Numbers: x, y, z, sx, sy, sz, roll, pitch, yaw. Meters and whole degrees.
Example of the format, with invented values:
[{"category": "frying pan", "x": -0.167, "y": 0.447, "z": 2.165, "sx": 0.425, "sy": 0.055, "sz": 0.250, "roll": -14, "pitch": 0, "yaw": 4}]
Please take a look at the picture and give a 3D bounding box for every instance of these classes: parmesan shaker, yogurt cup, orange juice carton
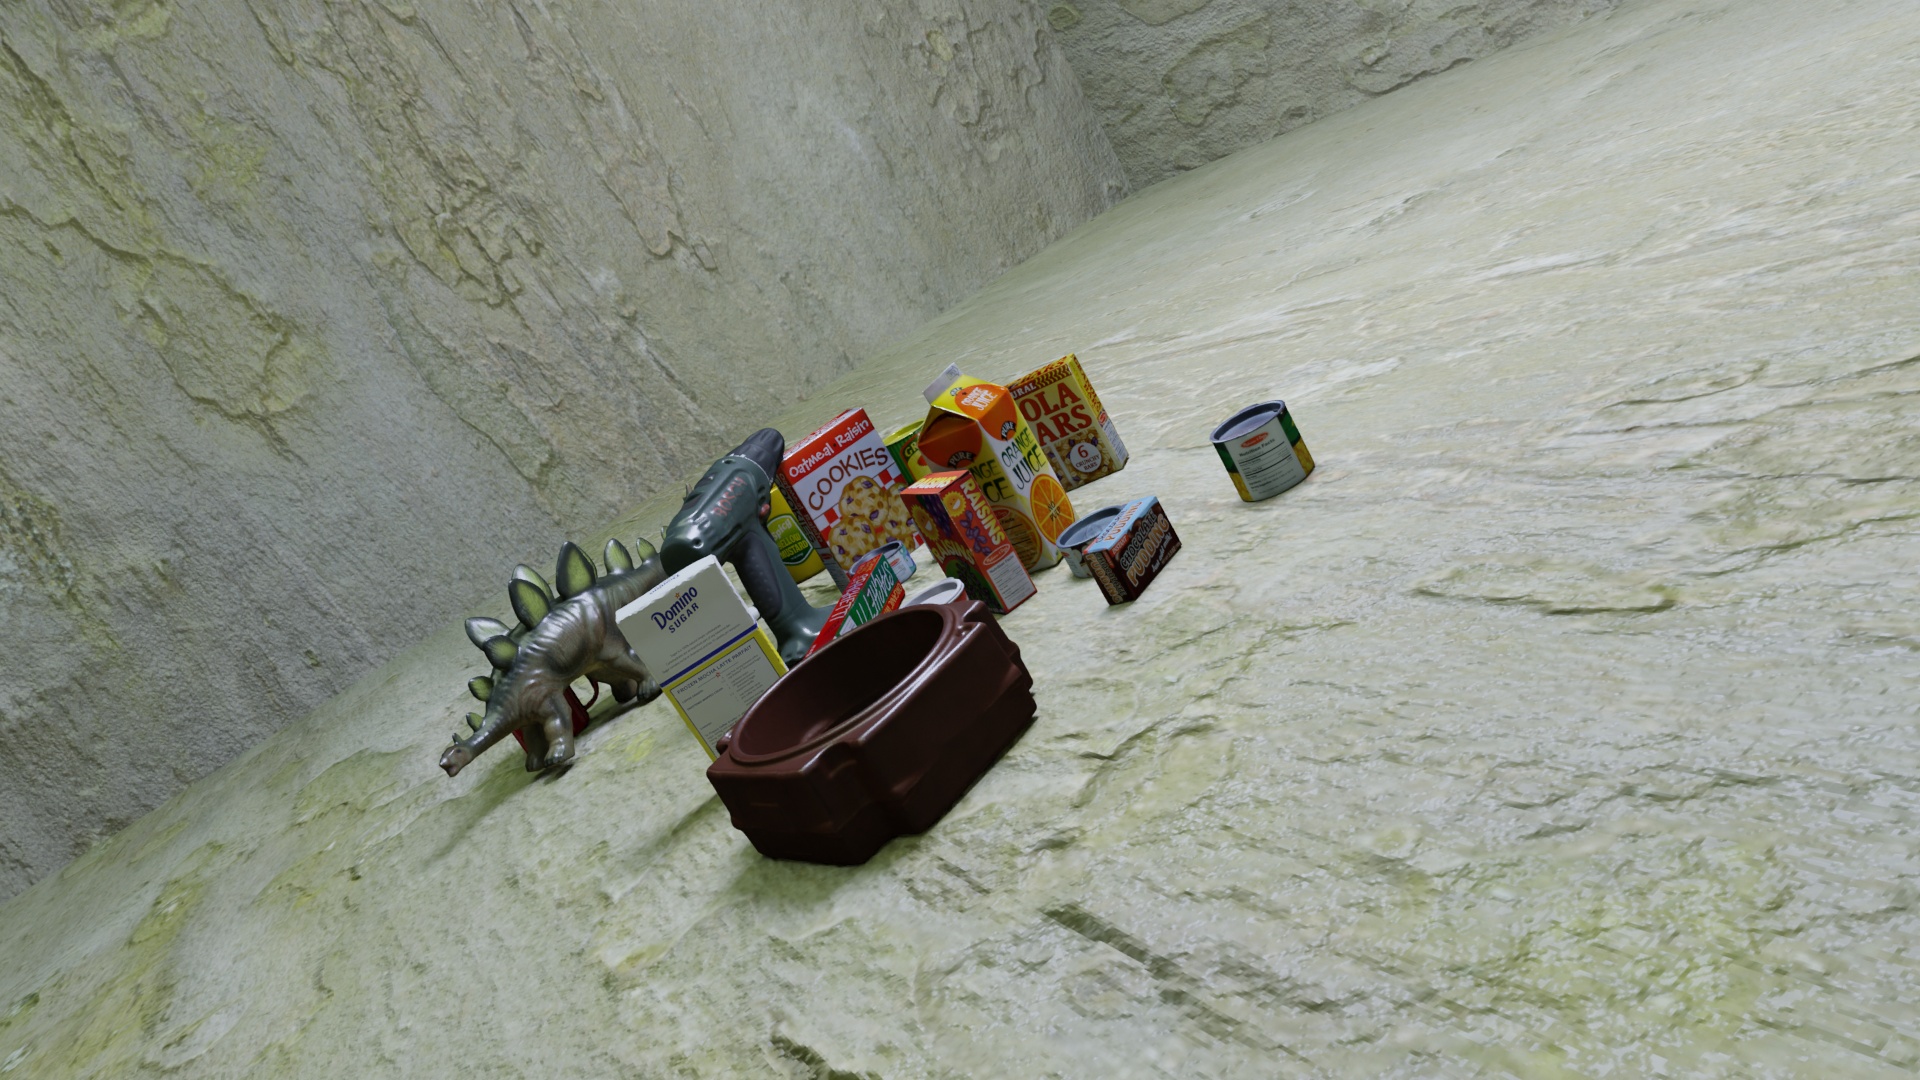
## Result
[{"category": "parmesan shaker", "x": -0.042, "y": -0.084, "z": 1.638, "sx": 0.071, "sy": 0.103, "sz": 0.071, "roll": -28, "pitch": 14, "yaw": 8}, {"category": "yogurt cup", "x": -0.016, "y": 0.072, "z": 1.146, "sx": 0.072, "sy": 0.054, "sz": 0.072, "roll": -28, "pitch": 14, "yaw": 8}, {"category": "orange juice carton", "x": 0.027, "y": -0.065, "z": 1.249, "sx": 0.073, "sy": 0.192, "sz": 0.072, "roll": -20, "pitch": 17, "yaw": 35}]

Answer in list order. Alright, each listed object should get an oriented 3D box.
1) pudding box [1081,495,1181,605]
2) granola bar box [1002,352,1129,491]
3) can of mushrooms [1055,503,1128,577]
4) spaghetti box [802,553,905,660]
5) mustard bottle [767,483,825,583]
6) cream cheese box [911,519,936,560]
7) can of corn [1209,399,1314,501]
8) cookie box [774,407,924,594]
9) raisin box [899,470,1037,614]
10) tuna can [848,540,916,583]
[{"category": "pudding box", "x": 0.134, "y": 0.007, "z": 1.084, "sx": 0.030, "sy": 0.049, "sz": 0.084, "roll": -16, "pitch": 20, "yaw": 44}, {"category": "granola bar box", "x": 0.072, "y": -0.104, "z": 1.433, "sx": 0.165, "sy": 0.124, "sz": 0.039, "roll": -23, "pitch": 16, "yaw": 27}, {"category": "can of mushrooms", "x": 0.119, "y": 0.000, "z": 1.170, "sx": 0.071, "sy": 0.033, "sz": 0.071, "roll": -28, "pitch": 14, "yaw": 8}, {"category": "spaghetti box", "x": -0.096, "y": 0.081, "z": 1.283, "sx": 0.028, "sy": 0.050, "sz": 0.251, "roll": -26, "pitch": 15, "yaw": 18}, {"category": "mustard bottle", "x": -0.218, "y": -0.028, "z": 1.674, "sx": 0.065, "sy": 0.160, "sz": 0.049, "roll": -28, "pitch": 14, "yaw": 7}, {"category": "cream cheese box", "x": 0.005, "y": -0.018, "z": 1.416, "sx": 0.103, "sy": 0.053, "sz": 0.024, "roll": -19, "pitch": 18, "yaw": 37}, {"category": "can of corn", "x": 0.244, "y": -0.073, "z": 1.123, "sx": 0.071, "sy": 0.058, "sz": 0.071, "roll": -28, "pitch": 14, "yaw": 8}, {"category": "cookie box", "x": -0.119, "y": -0.044, "z": 1.518, "sx": 0.123, "sy": 0.167, "sz": 0.040, "roll": -38, "pitch": 16, "yaw": -29}, {"category": "raisin box", "x": 0.006, "y": 0.001, "z": 1.206, "sx": 0.040, "sy": 0.123, "sz": 0.086, "roll": -35, "pitch": 15, "yaw": -20}, {"category": "tuna can", "x": -0.082, "y": 0.030, "z": 1.465, "sx": 0.071, "sy": 0.032, "sz": 0.071, "roll": -28, "pitch": 14, "yaw": 8}]
